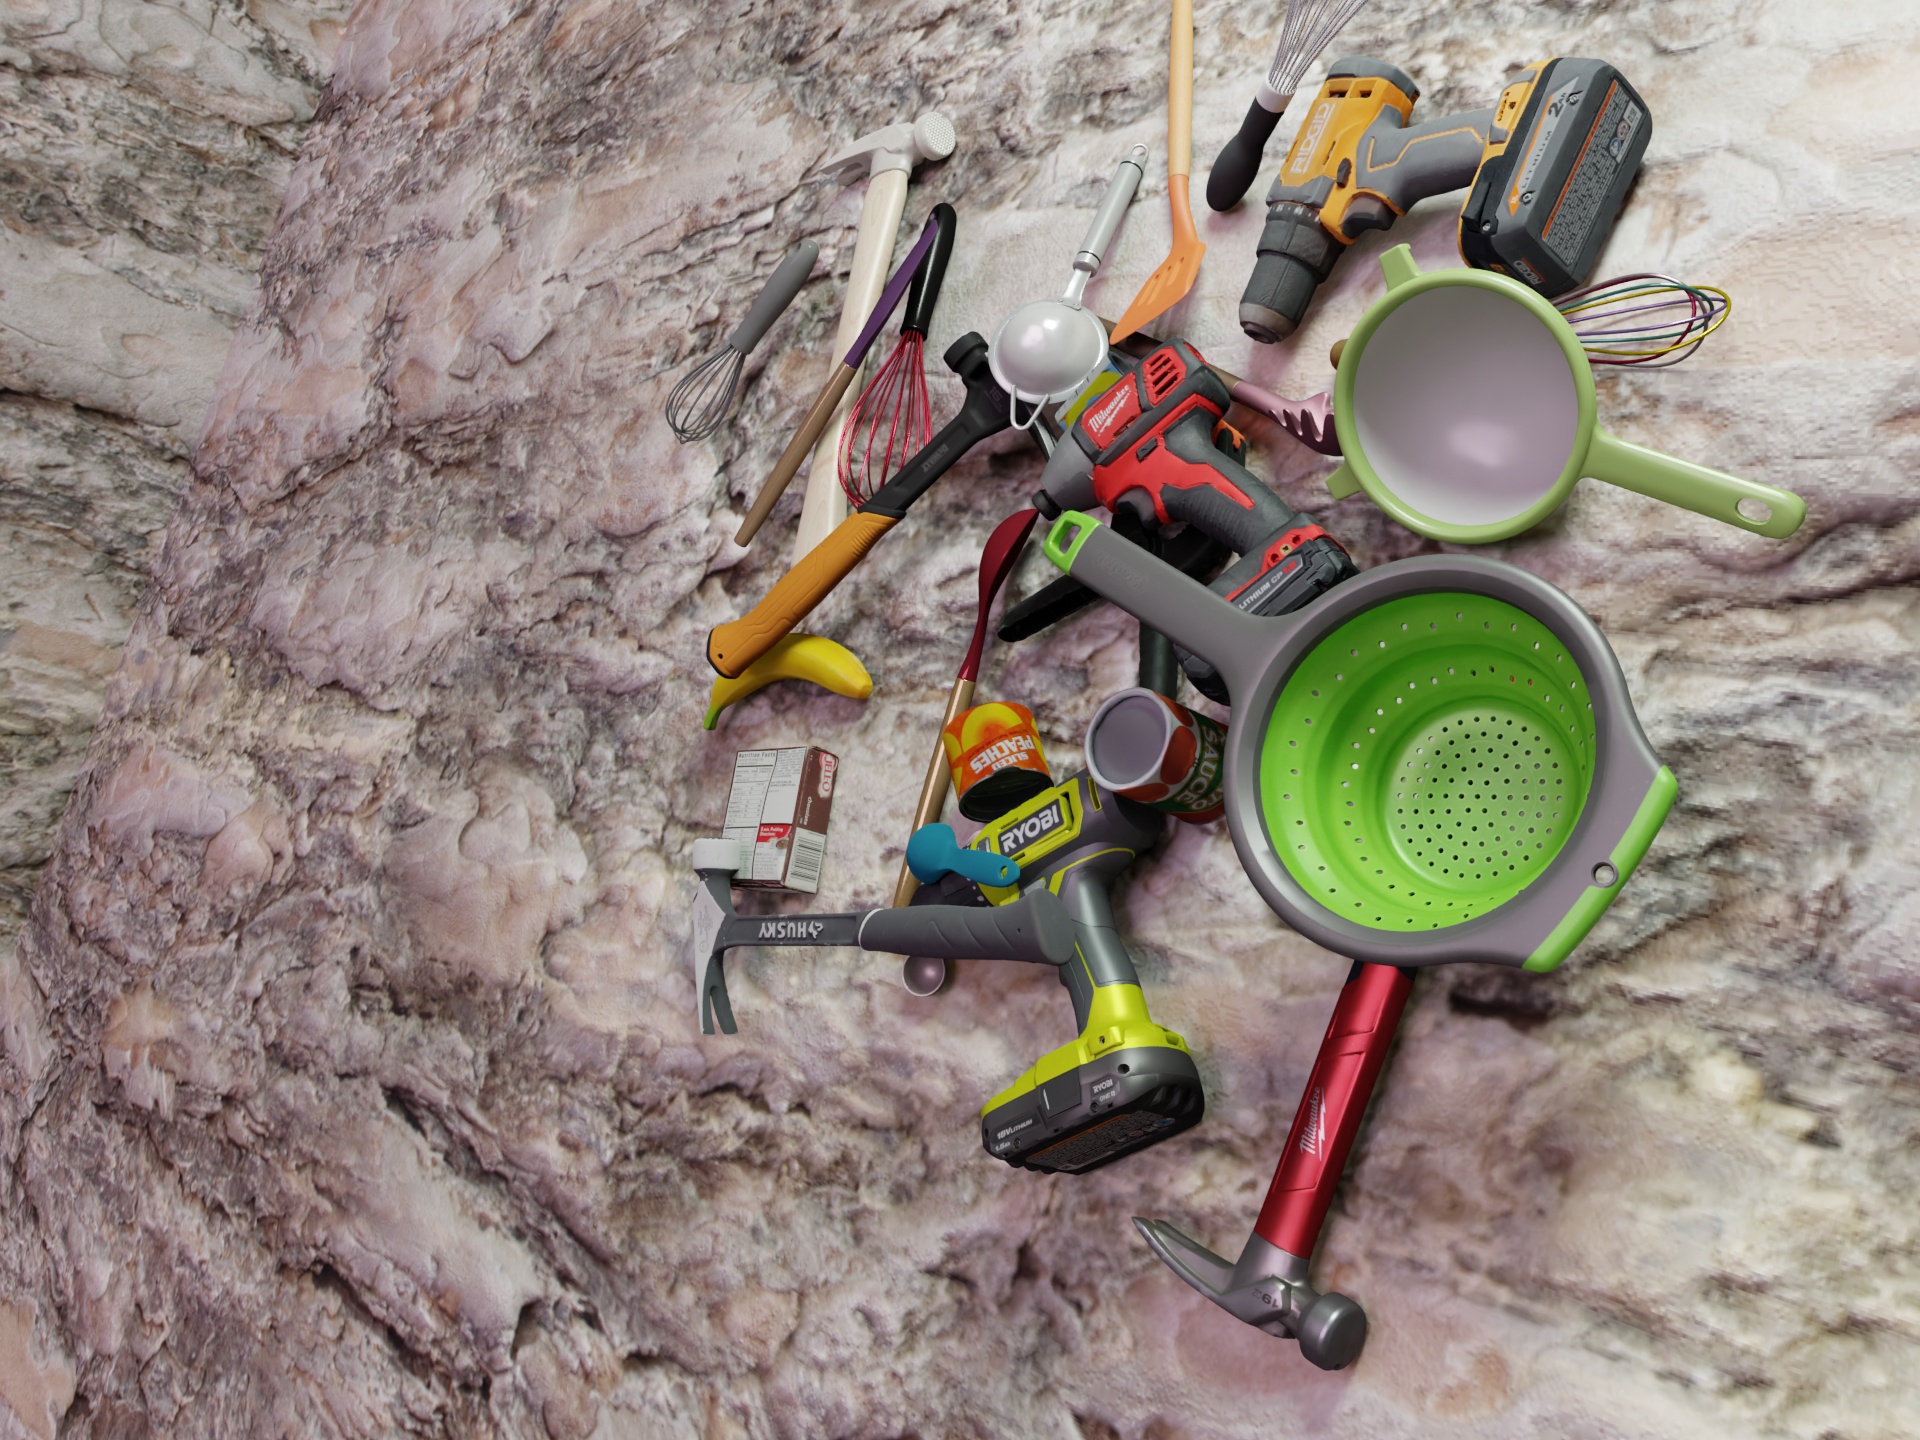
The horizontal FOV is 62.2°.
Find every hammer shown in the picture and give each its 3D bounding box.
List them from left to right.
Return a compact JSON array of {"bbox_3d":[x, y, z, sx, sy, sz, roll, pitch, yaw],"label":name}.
[{"bbox_3d":[-0.099,-0.318,1.365,0.146,0.038,0.411,-3,72,45],"label":"hammer"},{"bbox_3d":[-0.071,0.146,1.068,0.409,0.036,0.149,-9,77,50],"label":"hammer"},{"bbox_3d":[-0.072,-0.137,1.215,0.337,0.034,0.127,-40,78,23],"label":"hammer"},{"bbox_3d":[0.216,0.139,0.871,0.143,0.038,0.386,19,88,48],"label":"hammer"}]

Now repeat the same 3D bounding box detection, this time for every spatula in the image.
[{"bbox_3d":[-0.104,-0.272,1.306,0.316,0.018,0.060,-55,20,21],"label":"spatula"},{"bbox_3d":[0.152,-0.416,1.154,0.081,0.041,0.323,-23,56,51],"label":"spatula"}]

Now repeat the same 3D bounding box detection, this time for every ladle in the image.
[{"bbox_3d":[-0.002,-0.004,1.140,0.031,0.069,0.315,16,91,6],"label":"ladle"}]

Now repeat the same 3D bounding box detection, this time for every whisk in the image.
[{"bbox_3d":[-0.198,-0.343,1.447,0.239,0.055,0.055,-46,47,30],"label":"whisk"},{"bbox_3d":[-0.043,-0.296,1.289,0.073,0.073,0.296,-6,64,43],"label":"whisk"},{"bbox_3d":[0.213,-0.420,1.001,0.284,0.070,0.070,118,153,-63],"label":"whisk"},{"bbox_3d":[0.316,-0.221,0.916,0.245,0.051,0.047,6,84,48],"label":"whisk"}]

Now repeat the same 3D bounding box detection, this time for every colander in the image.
[{"bbox_3d":[0.194,-0.011,0.847,0.397,0.094,0.204,39,100,41],"label":"colander"}]

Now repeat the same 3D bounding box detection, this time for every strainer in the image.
[{"bbox_3d":[0.087,-0.325,1.152,0.087,0.050,0.258,18,68,15],"label":"strainer"},{"bbox_3d":[0.330,-0.158,0.860,0.256,0.069,0.151,28,128,30],"label":"strainer"}]

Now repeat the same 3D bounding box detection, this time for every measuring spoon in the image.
[{"bbox_3d":[-0.005,0.135,1.109,0.034,0.018,0.124,18,80,32],"label":"measuring spoon"},{"bbox_3d":[-0.002,0.088,1.019,0.129,0.021,0.042,6,75,61],"label":"measuring spoon"}]

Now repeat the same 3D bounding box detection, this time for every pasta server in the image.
[{"bbox_3d":[0.171,-0.236,1.067,0.317,0.060,0.040,41,144,48],"label":"pasta server"}]

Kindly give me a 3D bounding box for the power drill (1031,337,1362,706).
[{"bbox_3d":[0.140,-0.121,0.987,0.143,0.078,0.220,-39,59,15],"label":"power drill"}]

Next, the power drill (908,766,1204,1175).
[{"bbox_3d":[0.053,0.159,0.997,0.190,0.080,0.229,-33,50,30],"label":"power drill"}]

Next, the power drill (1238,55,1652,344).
[{"bbox_3d":[0.275,-0.310,0.967,0.226,0.084,0.185,27,93,51],"label":"power drill"}]
